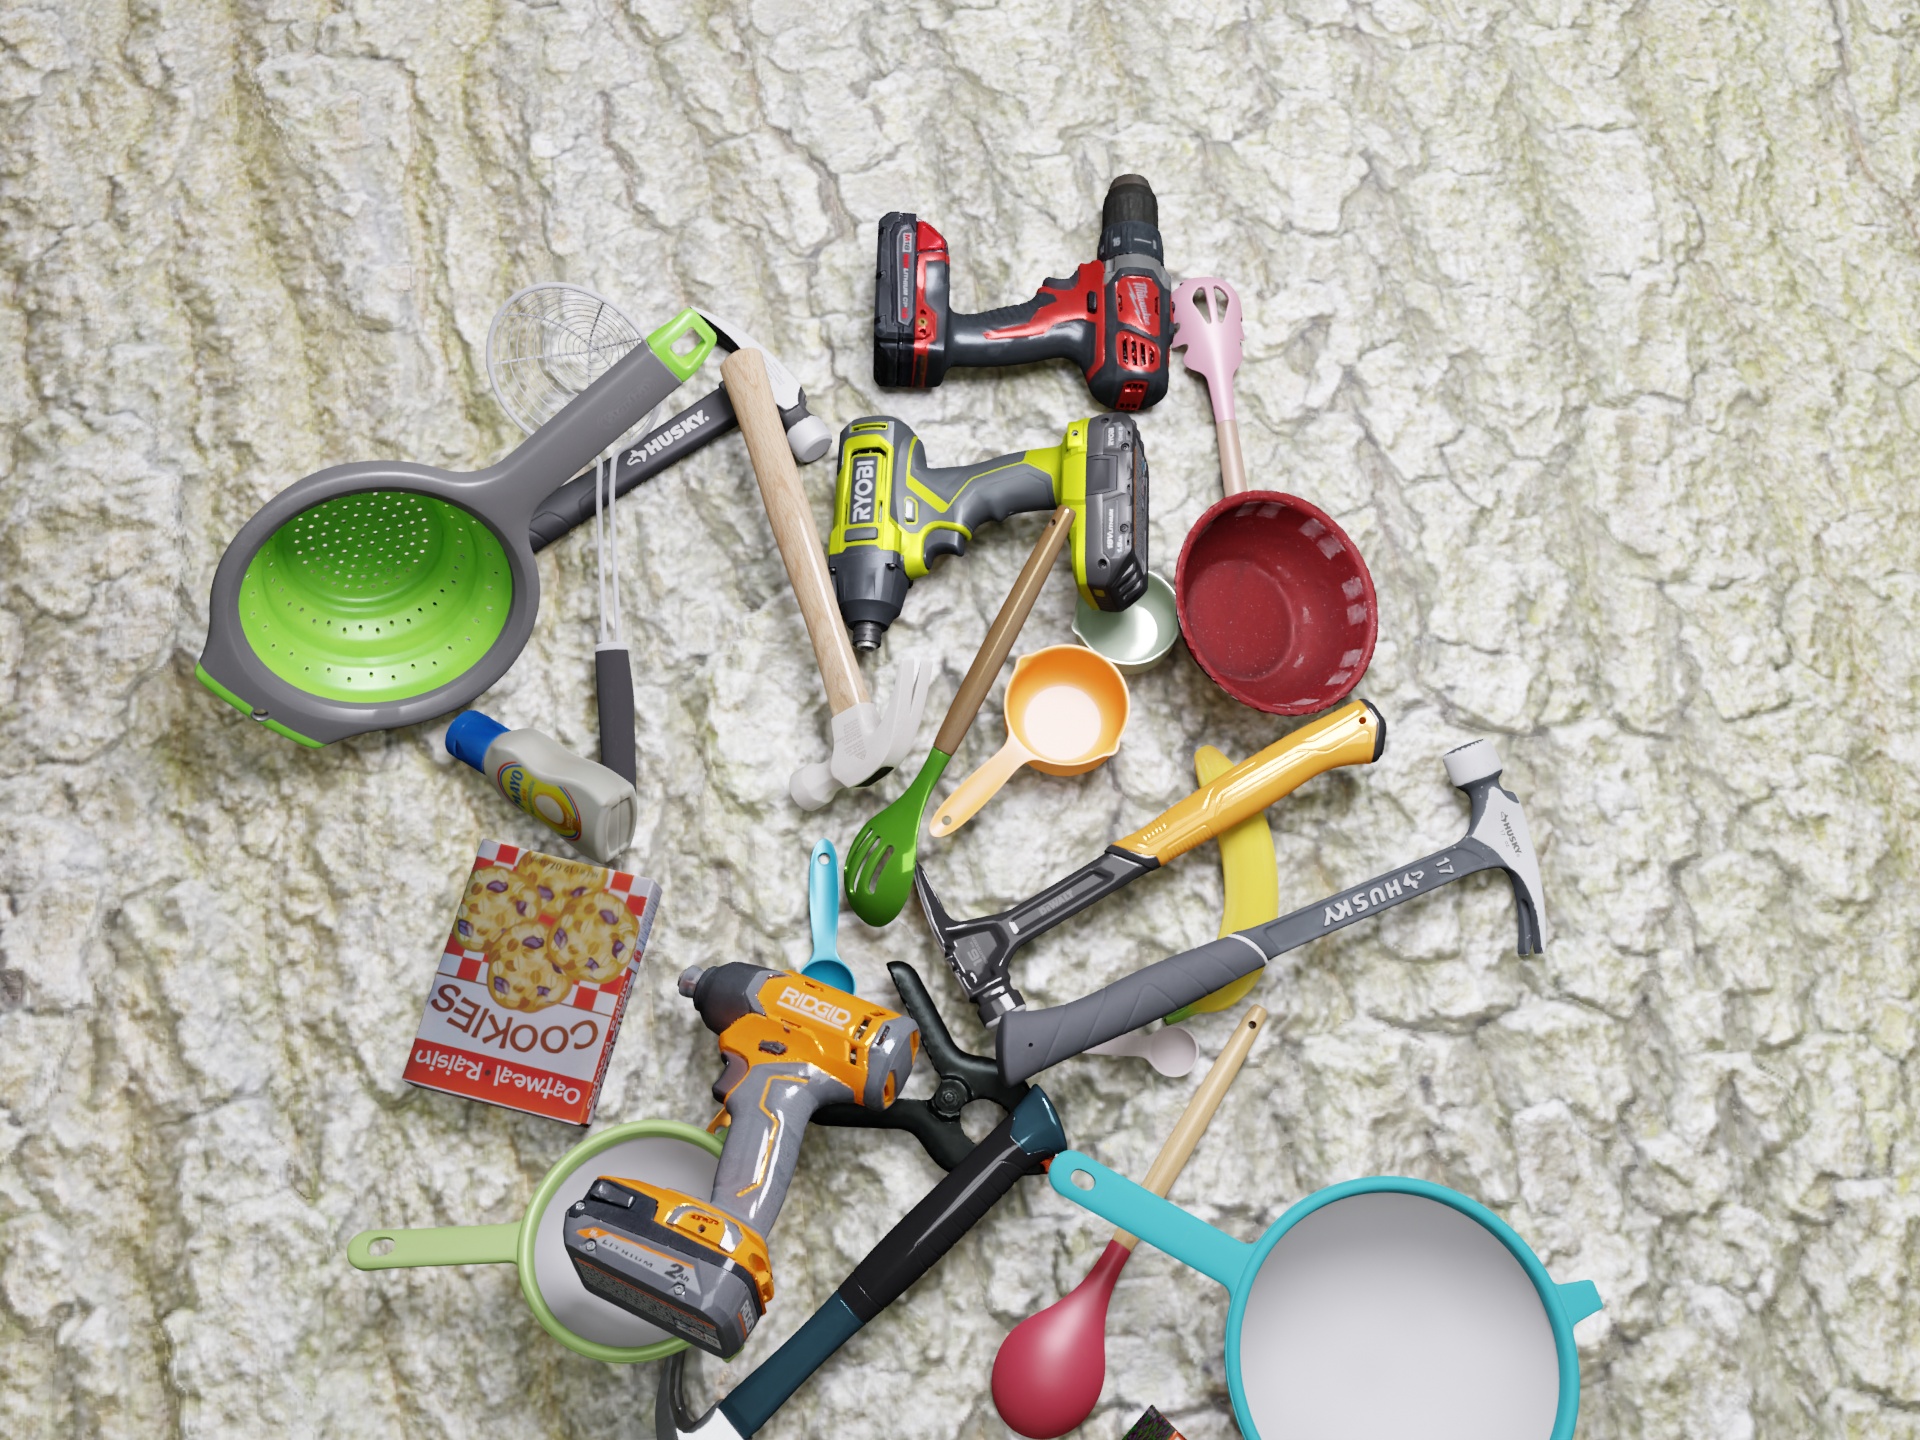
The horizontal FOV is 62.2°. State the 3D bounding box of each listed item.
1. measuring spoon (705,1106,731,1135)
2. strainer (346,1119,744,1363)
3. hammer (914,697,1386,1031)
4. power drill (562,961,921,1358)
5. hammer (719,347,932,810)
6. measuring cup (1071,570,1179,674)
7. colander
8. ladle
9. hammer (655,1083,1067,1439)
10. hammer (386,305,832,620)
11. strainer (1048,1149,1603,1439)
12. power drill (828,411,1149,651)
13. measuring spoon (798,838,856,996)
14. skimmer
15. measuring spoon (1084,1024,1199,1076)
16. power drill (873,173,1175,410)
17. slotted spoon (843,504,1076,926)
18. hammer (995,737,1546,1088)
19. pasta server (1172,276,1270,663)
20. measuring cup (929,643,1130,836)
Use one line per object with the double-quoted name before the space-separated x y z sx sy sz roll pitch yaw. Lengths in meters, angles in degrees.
"measuring spoon" -0.128 0.245 1.067 0.117 0.011 0.021 -43 78 -8
"strainer" -0.249 0.337 1.001 0.256 0.069 0.152 -3 52 0
"hammer" 0.134 0.074 1.078 0.337 0.034 0.127 -29 71 -1
"power drill" -0.144 0.250 0.976 0.164 0.084 0.227 19 51 18
"hammer" -0.108 -0.113 1.115 0.130 0.031 0.331 -28 74 34
"measuring cup" 0.108 -0.110 1.160 0.083 0.038 0.168 -14 69 -3
"colander" -0.330 -0.150 1.055 0.397 0.204 0.095 -39 47 6
"ladle" 0.119 0.321 1.039 0.069 0.031 0.315 32 74 9
"hammer" -0.057 0.360 1.001 0.331 0.033 0.128 -44 78 -4
"hammer" -0.271 -0.176 1.174 0.335 0.035 0.146 -34 78 -10
"strainer" 0.205 0.364 0.992 0.340 0.095 0.211 27 73 9
"power drill" 0.017 -0.135 1.127 0.223 0.080 0.171 -2 72 16
"measuring spoon" -0.093 0.144 1.095 0.042 0.021 0.129 -2 65 -2
"skimmer" -0.258 -0.113 1.098 0.127 0.090 0.363 -6 85 14
"measuring spoon" 0.099 0.216 1.076 0.124 0.018 0.034 7 87 8
"power drill" 0.049 -0.331 1.203 0.226 0.080 0.188 2 74 -3
"slotted spoon" -0.002 -0.003 1.068 0.070 0.031 0.314 33 98 47
"hammer" 0.208 0.149 1.048 0.409 0.036 0.149 -20 84 -15
"pasta server" 0.201 -0.194 1.190 0.060 0.040 0.316 -6 78 -2
"measuring cup" 0.043 0.024 1.111 0.173 0.052 0.095 -43 79 -9
